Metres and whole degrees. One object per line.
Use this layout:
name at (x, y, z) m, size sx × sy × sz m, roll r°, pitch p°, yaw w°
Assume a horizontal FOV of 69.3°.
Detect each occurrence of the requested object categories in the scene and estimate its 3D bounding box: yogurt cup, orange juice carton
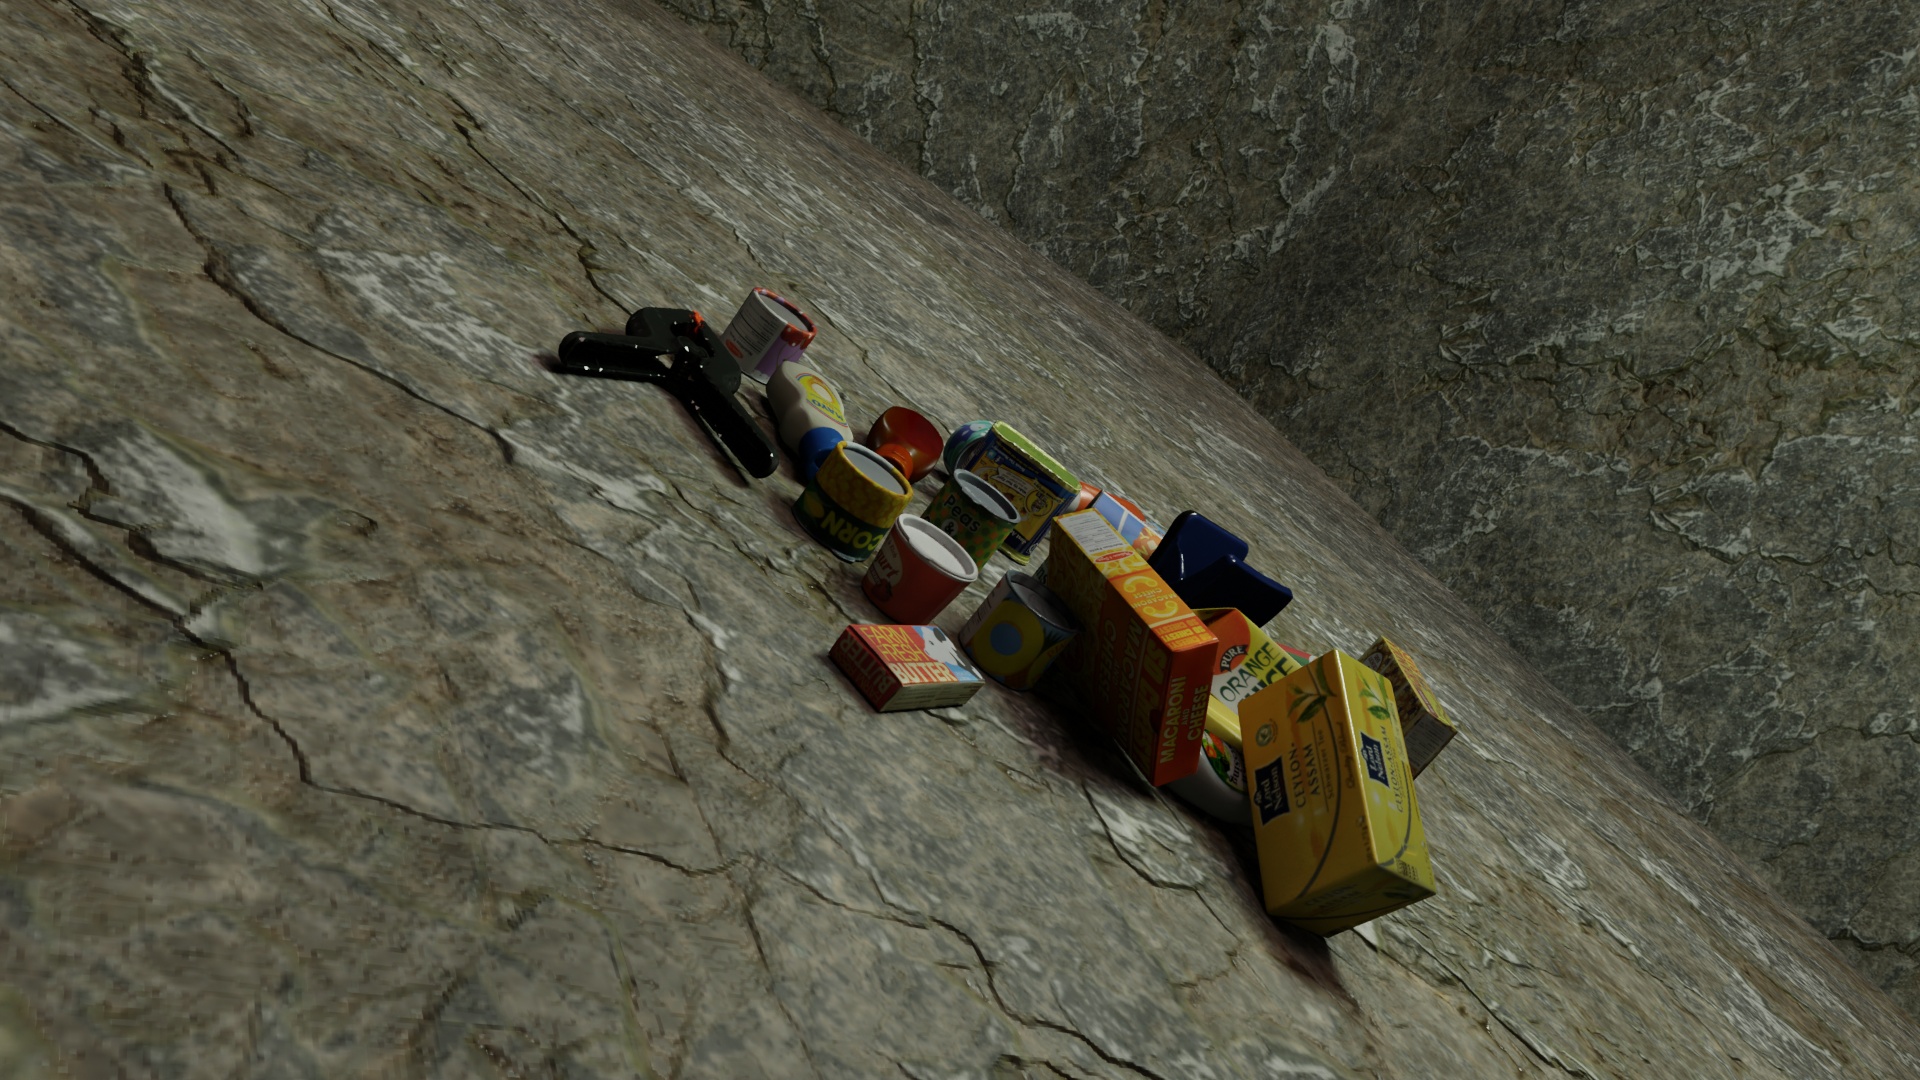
yogurt cup at (-0.030, 0.023, 0.946) m, size 0.072 × 0.053 × 0.072 m, roll 34°, pitch 17°, yaw -12°
orange juice carton at (0.238, 0.127, 1.145) m, size 0.193 × 0.073 × 0.071 m, roll 43°, pitch -17°, yaw 17°

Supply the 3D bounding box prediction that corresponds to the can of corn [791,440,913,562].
can of corn at (-0.075, -0.027, 0.980) m, size 0.071 × 0.058 × 0.071 m, roll 34°, pitch 17°, yaw -12°

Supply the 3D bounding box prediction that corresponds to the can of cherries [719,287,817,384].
can of cherries at (-0.164, -0.174, 1.186) m, size 0.071 × 0.058 × 0.072 m, roll 34°, pitch 17°, yaw -12°

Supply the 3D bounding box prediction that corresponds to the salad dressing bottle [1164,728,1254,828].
salad dressing bottle at (0.211, 0.187, 1.021) m, size 0.147 × 0.043 × 0.064 m, roll 32°, pitch 27°, yaw -20°

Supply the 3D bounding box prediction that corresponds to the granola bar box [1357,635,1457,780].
granola bar box at (0.372, 0.171, 1.254) m, size 0.039 × 0.124 × 0.166 m, roll 36°, pitch 17°, yaw -8°

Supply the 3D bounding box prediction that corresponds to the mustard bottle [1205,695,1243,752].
mustard bottle at (0.203, 0.158, 1.073) m, size 0.160 × 0.048 × 0.065 m, roll 38°, pitch 10°, yaw 0°

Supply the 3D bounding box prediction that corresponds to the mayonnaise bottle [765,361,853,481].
mayonnaise bottle at (-0.114, -0.089, 1.093) m, size 0.064 × 0.041 × 0.149 m, roll 30°, pitch 17°, yaw -29°

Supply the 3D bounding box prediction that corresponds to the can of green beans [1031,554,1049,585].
can of green beans at (0.093, 0.039, 1.148) m, size 0.071 × 0.057 × 0.071 m, roll 34°, pitch 17°, yaw -12°

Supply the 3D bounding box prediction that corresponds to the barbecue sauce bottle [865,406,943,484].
barbecue sauce bottle at (-0.052, -0.073, 1.174) m, size 0.065 × 0.043 × 0.149 m, roll 36°, pitch 17°, yaw -5°

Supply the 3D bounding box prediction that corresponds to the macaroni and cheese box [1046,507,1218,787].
macaroni and cheese box at (0.114, 0.073, 0.984) m, size 0.040 × 0.123 × 0.167 m, roll -13°, pitch 38°, yaw -20°

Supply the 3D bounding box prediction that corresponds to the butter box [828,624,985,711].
butter box at (-0.031, 0.077, 0.852) m, size 0.053 × 0.024 × 0.103 m, roll 46°, pitch 19°, yaw 24°

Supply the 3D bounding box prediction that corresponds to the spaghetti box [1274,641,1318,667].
spaghetti box at (0.245, 0.100, 1.242) m, size 0.250 × 0.028 × 0.050 m, roll 19°, pitch 19°, yaw -7°

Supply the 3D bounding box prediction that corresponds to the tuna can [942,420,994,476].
tuna can at (0.020, -0.078, 1.288) m, size 0.071 × 0.071 × 0.033 m, roll 26°, pitch 19°, yaw -34°

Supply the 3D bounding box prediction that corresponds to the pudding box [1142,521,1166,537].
pudding box at (0.179, 0.007, 1.426) m, size 0.030 × 0.049 × 0.084 m, roll 44°, pitch 17°, yaw 26°

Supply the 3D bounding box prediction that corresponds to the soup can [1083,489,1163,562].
soup can at (0.148, 0.004, 1.349) m, size 0.084 × 0.071 × 0.071 m, roll 39°, pitch 16°, yaw 0°

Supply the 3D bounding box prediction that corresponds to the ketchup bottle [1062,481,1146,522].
ketchup bottle at (0.133, -0.034, 1.449) m, size 0.149 × 0.043 × 0.065 m, roll 19°, pitch 24°, yaw -46°

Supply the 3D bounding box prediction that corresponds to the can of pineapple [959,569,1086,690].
can of pineapple at (0.043, 0.064, 0.978) m, size 0.071 × 0.057 × 0.071 m, roll 34°, pitch 17°, yaw -12°

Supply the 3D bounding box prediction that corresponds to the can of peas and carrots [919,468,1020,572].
can of peas and carrots at (0.004, -0.014, 1.105) m, size 0.071 × 0.058 × 0.071 m, roll 34°, pitch 17°, yaw -12°
